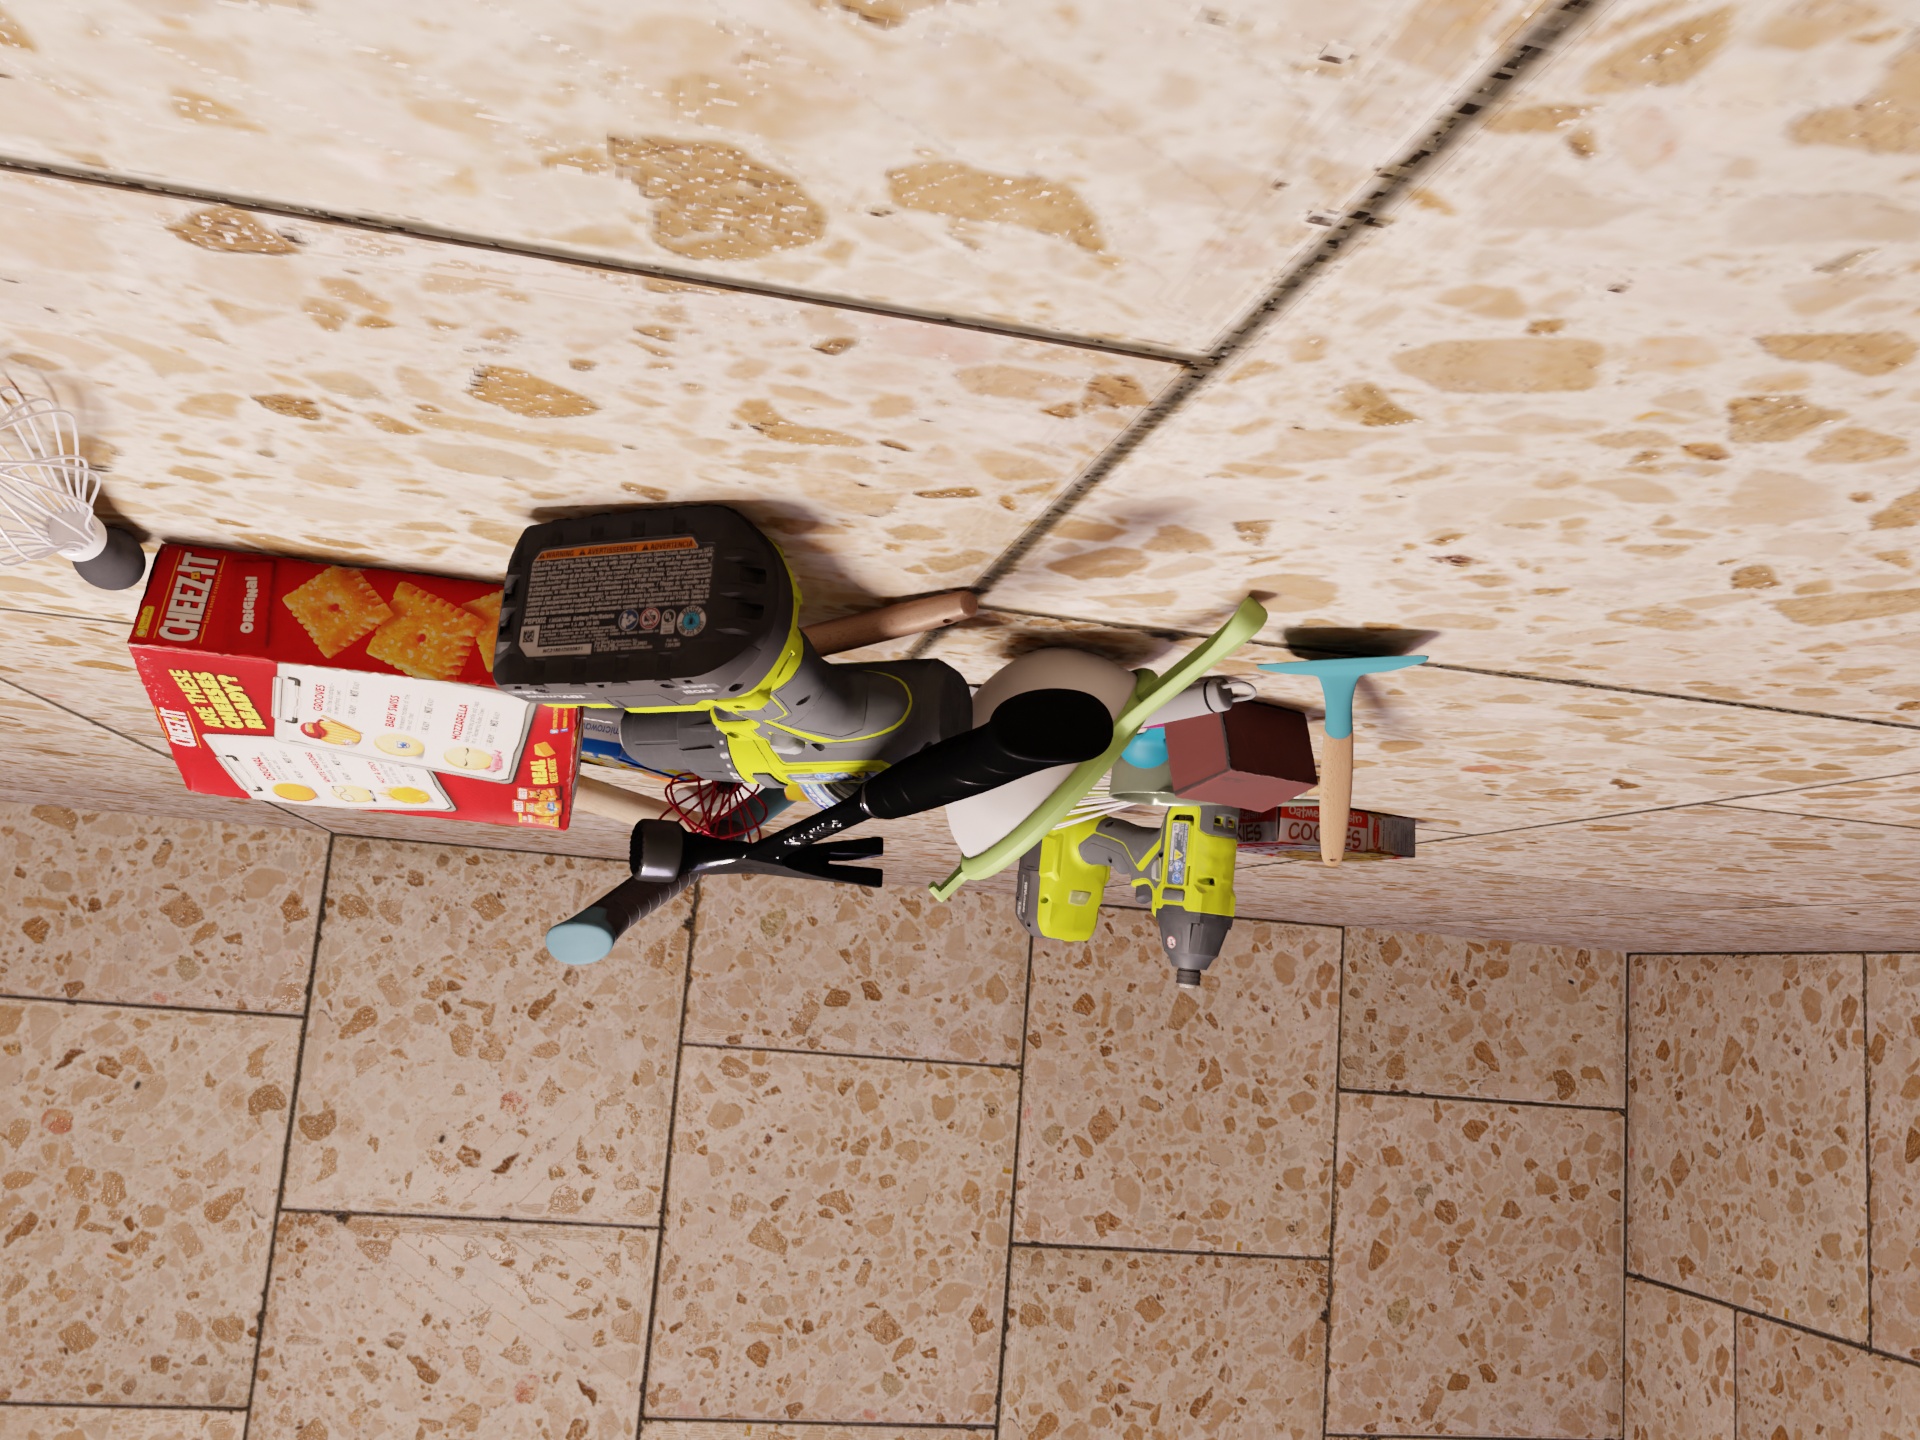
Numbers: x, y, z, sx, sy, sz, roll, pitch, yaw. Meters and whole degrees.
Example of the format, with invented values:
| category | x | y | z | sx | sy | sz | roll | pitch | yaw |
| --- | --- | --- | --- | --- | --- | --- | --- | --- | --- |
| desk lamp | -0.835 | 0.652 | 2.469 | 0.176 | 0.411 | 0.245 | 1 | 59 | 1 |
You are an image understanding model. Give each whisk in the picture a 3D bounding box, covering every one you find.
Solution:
| category | x | y | z | sx | sy | sz | roll | pitch | yaw |
| --- | --- | --- | --- | --- | --- | --- | --- | --- | --- |
| whisk | -0.377 | -0.084 | 0.667 | 0.070 | 0.070 | 0.284 | 8 | 175 | -17 |
| whisk | 0.152 | 0.057 | 1.270 | 0.246 | 0.059 | 0.057 | -3 | 152 | 16 |
| whisk | -0.165 | 0.046 | 1.122 | 0.073 | 0.073 | 0.296 | 5 | -169 | -4 |

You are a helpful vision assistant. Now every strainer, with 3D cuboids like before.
| category | x | y | z | sx | sy | sz | roll | pitch | yaw |
| --- | --- | --- | --- | --- | --- | --- | --- | --- | --- |
| strainer | 0.058 | -0.012 | 0.818 | 0.069 | 0.151 | 0.256 | 42 | 142 | -5 |
| strainer | 0.065 | 0.004 | 0.976 | 0.258 | 0.050 | 0.086 | -13 | 125 | 37 |

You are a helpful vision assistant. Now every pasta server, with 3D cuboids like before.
| category | x | y | z | sx | sy | sz | roll | pitch | yaw |
| --- | --- | --- | --- | --- | --- | --- | --- | --- | --- |
| pasta server | -0.110 | -0.043 | 0.865 | 0.316 | 0.040 | 0.060 | -10 | 163 | 43 |

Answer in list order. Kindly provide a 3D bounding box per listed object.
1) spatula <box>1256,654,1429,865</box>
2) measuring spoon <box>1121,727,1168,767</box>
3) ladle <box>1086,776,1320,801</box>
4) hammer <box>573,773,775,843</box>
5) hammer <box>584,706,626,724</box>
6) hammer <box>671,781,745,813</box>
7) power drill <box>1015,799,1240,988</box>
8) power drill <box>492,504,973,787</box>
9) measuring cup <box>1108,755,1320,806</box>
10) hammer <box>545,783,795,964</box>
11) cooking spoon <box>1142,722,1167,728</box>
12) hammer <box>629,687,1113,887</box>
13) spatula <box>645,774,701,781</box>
| category | x | y | z | sx | sy | sz | roll | pitch | yaw |
| --- | --- | --- | --- | --- | --- | --- | --- | --- | --- |
| spatula | 0.216 | 0.026 | 0.914 | 0.082 | 0.044 | 0.317 | -3 | 151 | 11 |
| measuring spoon | 0.137 | 0.018 | 1.104 | 0.042 | 0.021 | 0.128 | 5 | 172 | -4 |
| ladle | 0.160 | 0.072 | 1.327 | 0.320 | 0.062 | 0.078 | -4 | 168 | 29 |
| hammer | -0.288 | 0.051 | 1.179 | 0.146 | 0.038 | 0.410 | 11 | 170 | 37 |
| hammer | -0.195 | -0.003 | 1.034 | 0.334 | 0.035 | 0.146 | 10 | 173 | -12 |
| hammer | -0.059 | 0.052 | 1.316 | 0.359 | 0.037 | 0.149 | -5 | -177 | 31 |
| power drill | 0.150 | 0.143 | 1.419 | 0.080 | 0.171 | 0.223 | 12 | 171 | -36 |
| power drill | -0.118 | -0.019 | 0.759 | 0.190 | 0.080 | 0.228 | -2 | 163 | 20 |
| measuring cup | 0.196 | 0.044 | 1.198 | 0.167 | 0.038 | 0.083 | 2 | 170 | 1 |
| hammer | -0.173 | 0.085 | 1.143 | 0.128 | 0.033 | 0.331 | 0 | -159 | 29 |
| cooking spoon | -0.002 | -0.003 | 1.059 | 0.319 | 0.017 | 0.068 | 0 | 168 | 22 |
| hammer | -0.041 | 0.043 | 0.779 | 0.149 | 0.036 | 0.409 | 6 | 166 | -25 |
| spatula | -0.221 | 0.017 | 1.286 | 0.081 | 0.041 | 0.322 | 6 | 166 | -15 |
